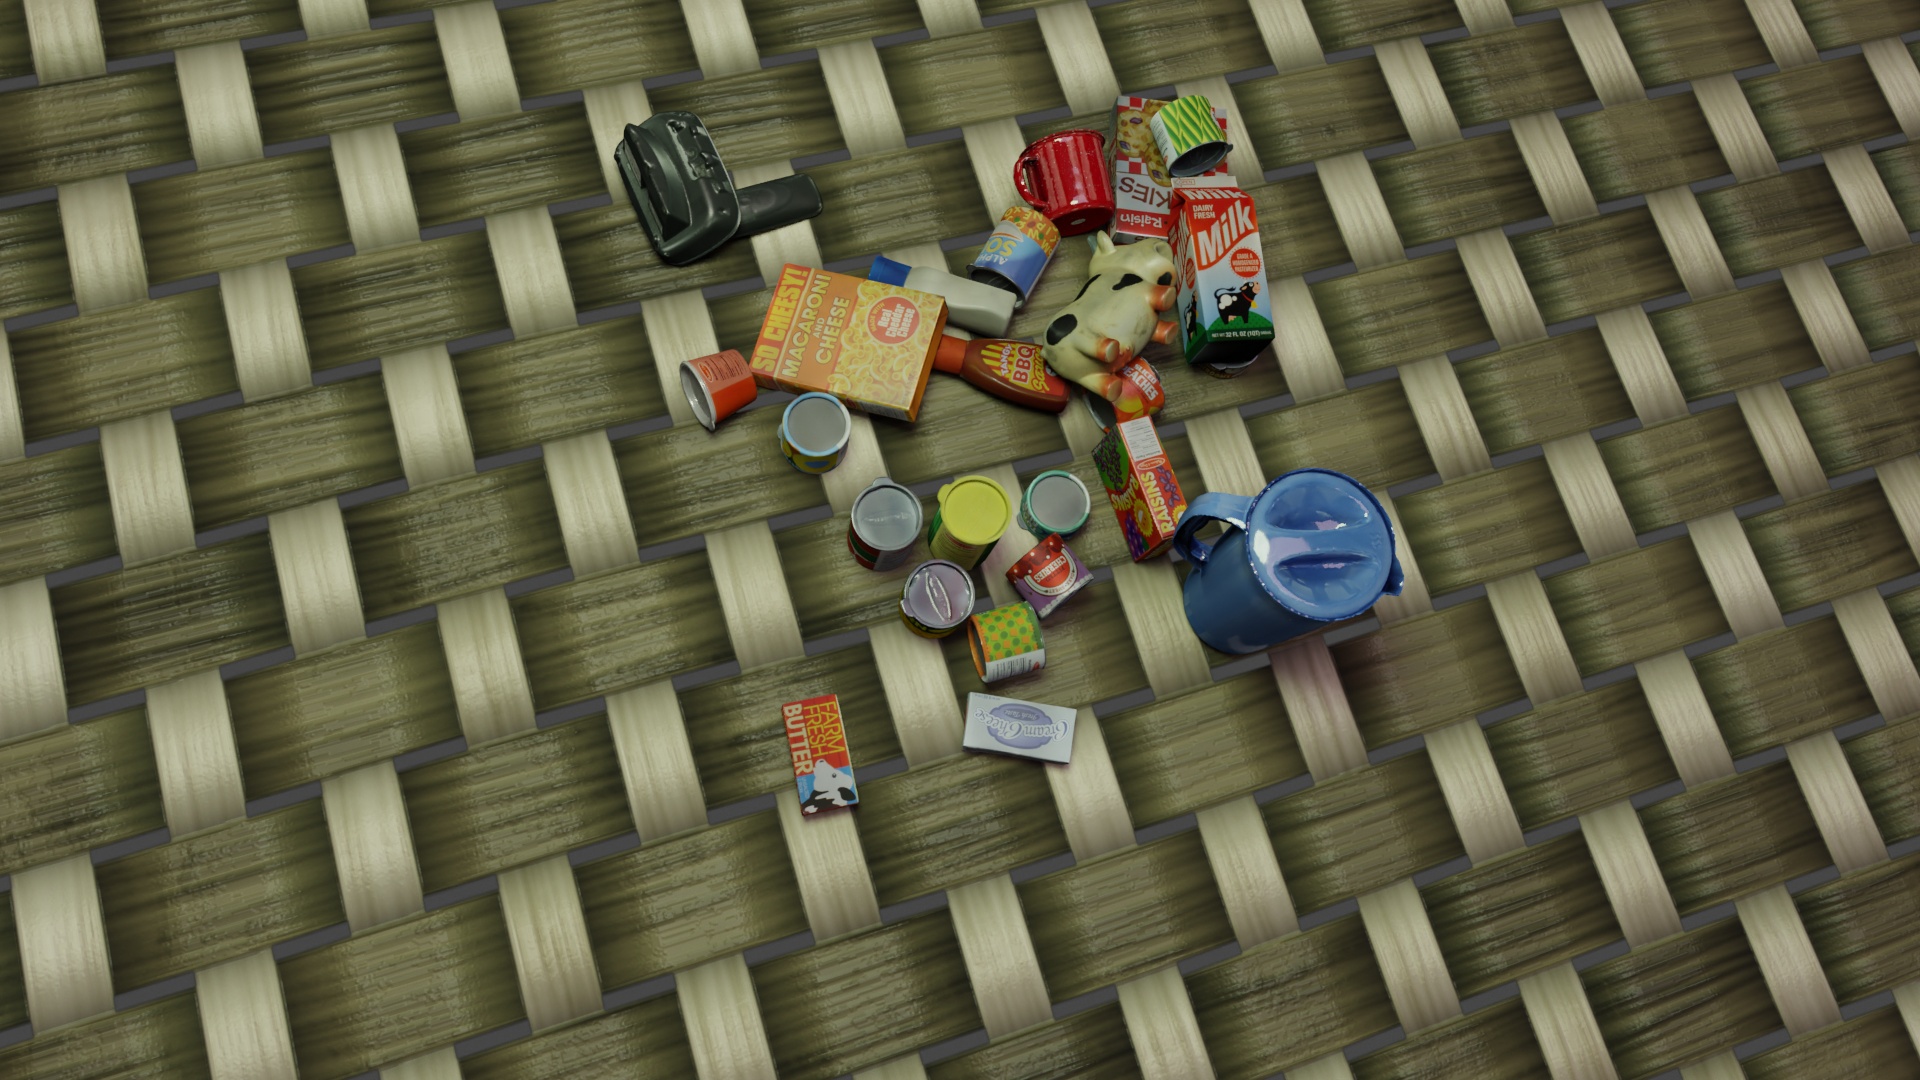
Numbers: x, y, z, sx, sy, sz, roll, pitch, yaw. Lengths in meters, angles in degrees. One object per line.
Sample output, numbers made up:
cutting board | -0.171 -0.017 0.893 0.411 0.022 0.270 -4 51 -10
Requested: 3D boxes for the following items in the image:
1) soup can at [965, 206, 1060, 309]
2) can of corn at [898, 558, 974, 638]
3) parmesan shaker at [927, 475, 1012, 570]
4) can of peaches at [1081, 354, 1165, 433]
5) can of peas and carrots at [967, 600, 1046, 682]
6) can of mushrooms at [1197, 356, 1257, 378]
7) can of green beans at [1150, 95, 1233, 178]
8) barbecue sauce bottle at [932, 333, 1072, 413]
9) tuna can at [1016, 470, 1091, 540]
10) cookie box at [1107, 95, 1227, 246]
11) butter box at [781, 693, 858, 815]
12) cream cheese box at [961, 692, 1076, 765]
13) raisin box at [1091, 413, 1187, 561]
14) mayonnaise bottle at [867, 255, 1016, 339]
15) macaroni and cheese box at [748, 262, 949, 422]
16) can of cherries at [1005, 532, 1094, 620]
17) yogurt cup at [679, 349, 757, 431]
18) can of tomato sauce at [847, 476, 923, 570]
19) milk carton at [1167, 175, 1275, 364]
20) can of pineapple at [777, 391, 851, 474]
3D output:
soup can | 0.053 -0.290 1.417 0.071 0.071 0.084 29 72 0
can of corn | -0.026 0.057 1.312 0.071 0.058 0.071 2 75 -8
parmesan shaker | 0.005 -0.016 1.314 0.071 0.102 0.071 2 75 -8
can of peaches | 0.163 -0.147 1.392 0.058 0.071 0.071 -30 81 -14
can of peas and carrots | 0.042 0.094 1.309 0.059 0.070 0.071 -14 77 -11
can of mushrooms | 0.275 -0.202 1.444 0.071 0.033 0.071 2 74 -9
can of green beans | 0.237 -0.419 1.440 0.071 0.071 0.058 -16 76 -13
barbecue sauce bottle | 0.038 -0.174 1.395 0.149 0.043 0.065 13 67 -4
tuna can | 0.092 -0.033 1.369 0.071 0.032 0.071 2 74 -8
cookie box | 0.221 -0.386 1.485 0.123 0.040 0.168 5 73 -7
butter box | -0.129 0.196 1.275 0.053 0.024 0.103 -11 77 -12
cream cheese box | 0.055 0.178 1.309 0.104 0.024 0.053 10 75 -6
raisin box | 0.178 -0.050 1.359 0.040 0.086 0.123 -16 77 -17
mayonnaise bottle | -0.019 -0.247 1.399 0.148 0.064 0.041 19 74 1
macaroni and cheese box | -0.109 -0.194 1.359 0.166 0.040 0.124 14 75 11
can of cherries | 0.085 0.034 1.329 0.072 0.071 0.058 -37 83 -16
yogurt cup | -0.232 -0.150 1.338 0.054 0.072 0.072 -26 80 -23
can of tomato sauce | -0.073 -0.014 1.312 0.071 0.083 0.071 2 74 -8
milk carton | 0.259 -0.280 1.403 0.072 0.073 0.191 -4 78 -9
can of pineapple | -0.142 -0.104 1.340 0.071 0.057 0.071 2 75 -8
